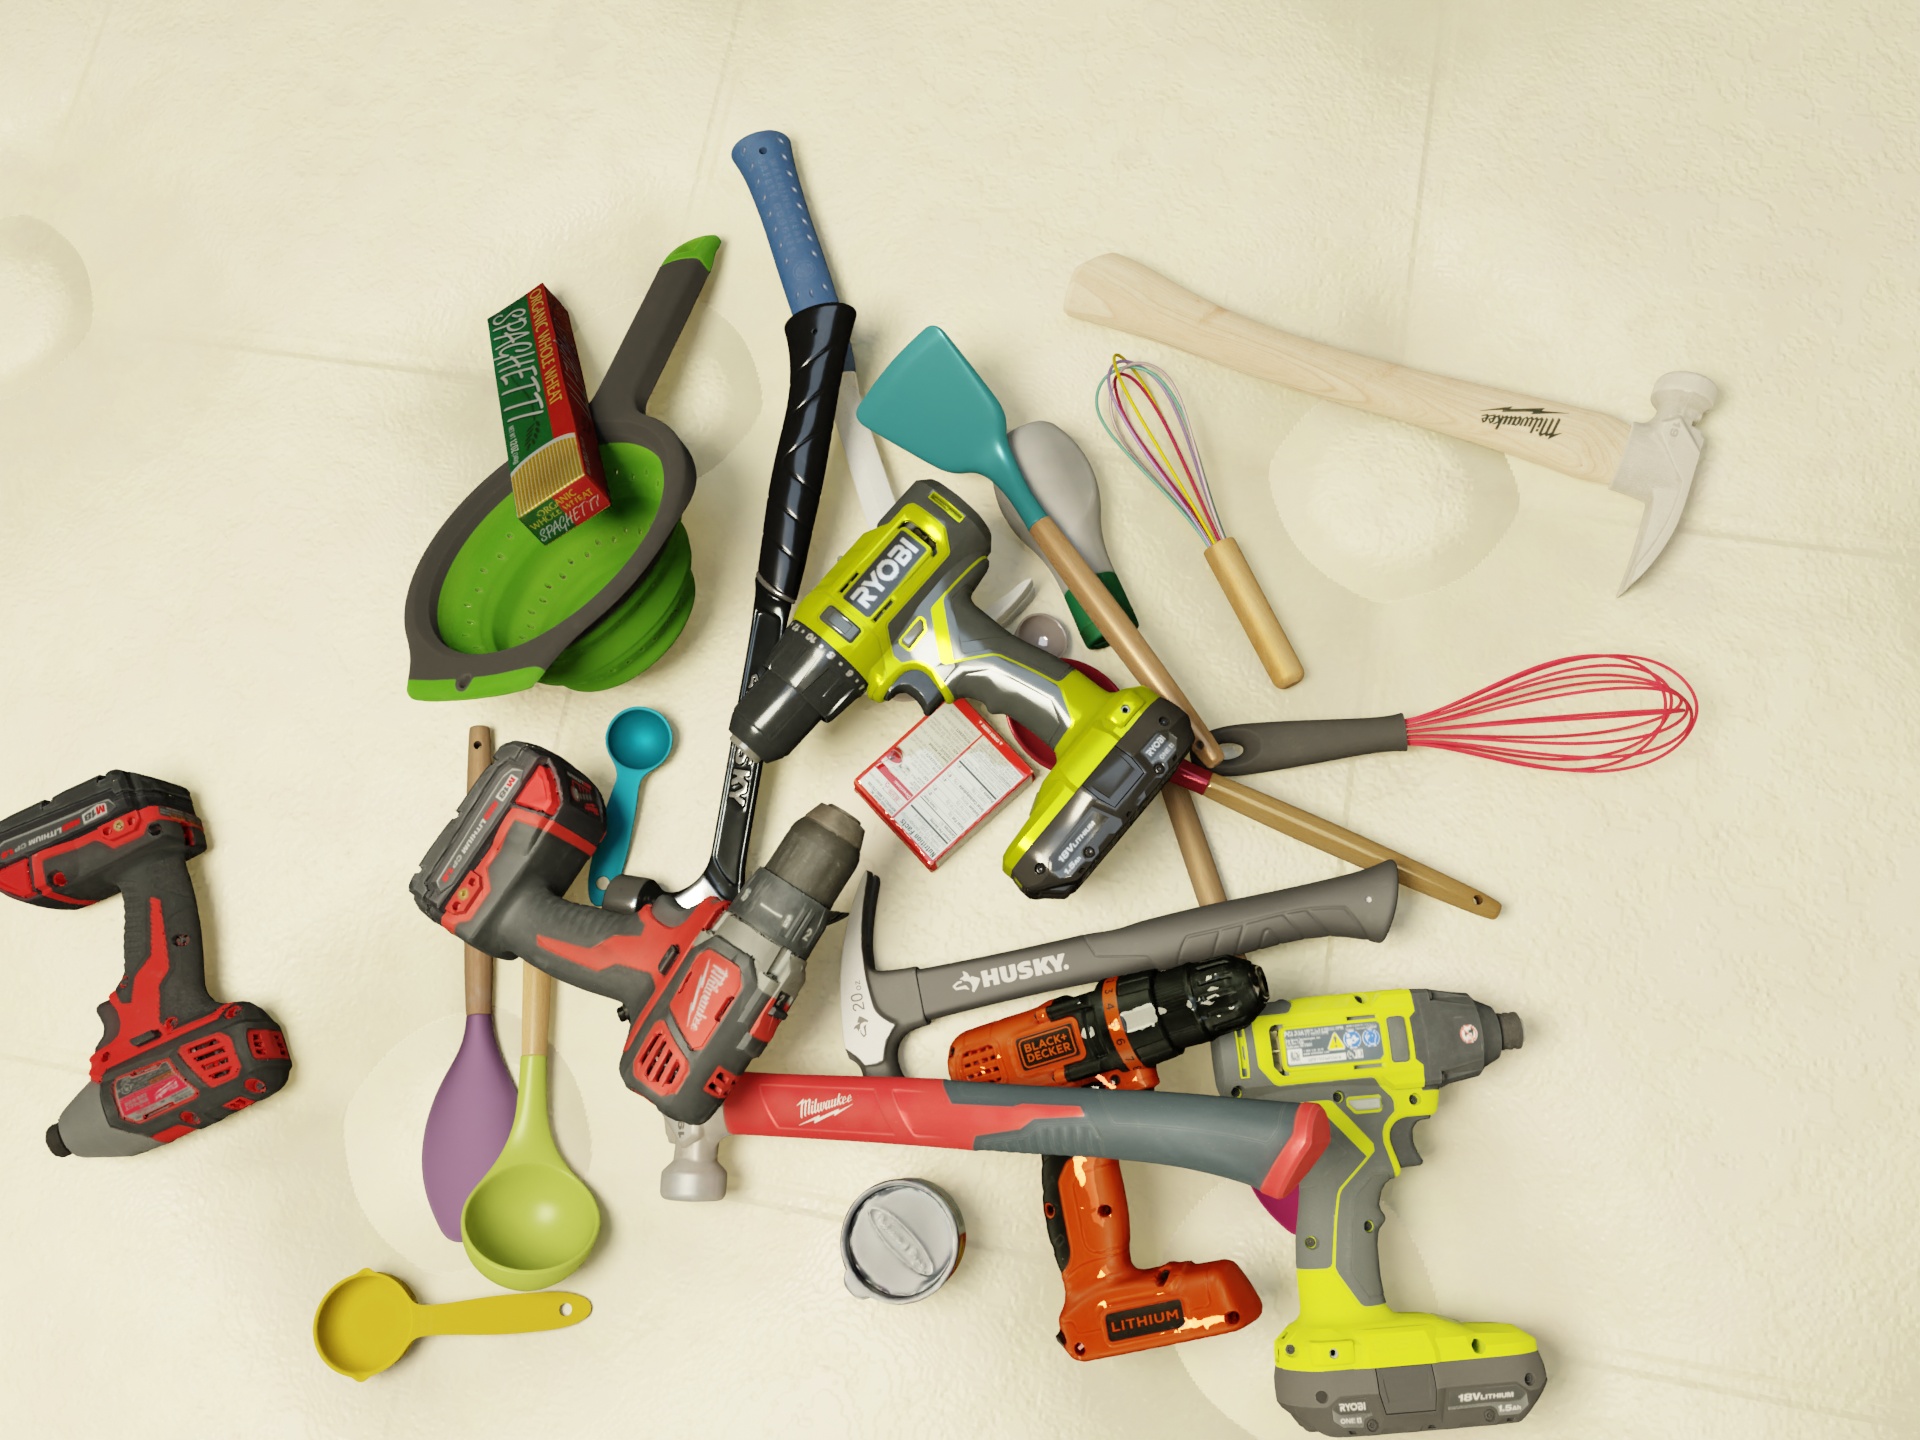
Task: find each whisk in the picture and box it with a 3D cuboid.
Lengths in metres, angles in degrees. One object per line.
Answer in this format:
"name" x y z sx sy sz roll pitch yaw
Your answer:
"whisk" 0.151 -0.129 1.007 0.051 0.047 0.245 -25 77 -3
"whisk" 0.286 0.005 0.952 0.296 0.073 0.073 -6 74 10

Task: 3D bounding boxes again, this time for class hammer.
"hammer" 0.090 0.131 0.931 0.335 0.035 0.146 -14 75 7
"hammer" -0.113 -0.062 0.982 0.149 0.036 0.409 8 83 15
"hammer" -0.073 -0.218 1.055 0.144 0.035 0.406 -18 74 0
"hammer" 0.259 -0.209 1.022 0.411 0.038 0.146 20 79 11
"hammer" 0.002 0.193 0.843 0.386 0.038 0.143 -5 76 29

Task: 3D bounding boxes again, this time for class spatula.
"spatula" 0.056 -0.098 0.964 0.082 0.044 0.318 -44 73 28
"spatula" -0.300 0.156 0.982 0.059 0.018 0.316 -2 75 -5

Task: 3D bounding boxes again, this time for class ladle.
"ladle" 0.172 0.047 0.947 0.315 0.031 0.069 24 79 7
"ladle" -0.254 0.173 0.956 0.078 0.062 0.320 5 70 -21

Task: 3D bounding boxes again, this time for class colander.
"colander" -0.212 -0.152 1.027 0.204 0.094 0.397 -4 53 30

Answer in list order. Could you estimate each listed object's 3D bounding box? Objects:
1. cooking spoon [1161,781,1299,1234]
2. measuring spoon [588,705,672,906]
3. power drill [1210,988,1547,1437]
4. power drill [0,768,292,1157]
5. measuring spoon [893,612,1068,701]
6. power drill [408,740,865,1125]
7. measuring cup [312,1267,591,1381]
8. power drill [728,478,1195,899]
"cooking spoon" 0.162 0.142 0.944 0.069 0.017 0.319 -16 74 -2
"measuring spoon" -0.213 0.054 1.007 0.042 0.021 0.128 14 85 -4
"power drill" 0.235 0.260 0.866 0.171 0.080 0.223 -5 75 1
"power drill" -0.513 0.154 0.976 0.143 0.078 0.220 -25 77 -1
"measuring spoon" 0.010 -0.035 0.990 0.124 0.018 0.034 -20 79 -20
"power drill" -0.177 0.095 0.901 0.227 0.080 0.188 28 80 24
"measuring cup" -0.295 0.349 0.931 0.156 0.029 0.062 -1 74 -7
"power drill" -0.001 -0.003 0.910 0.228 0.080 0.190 39 82 10
